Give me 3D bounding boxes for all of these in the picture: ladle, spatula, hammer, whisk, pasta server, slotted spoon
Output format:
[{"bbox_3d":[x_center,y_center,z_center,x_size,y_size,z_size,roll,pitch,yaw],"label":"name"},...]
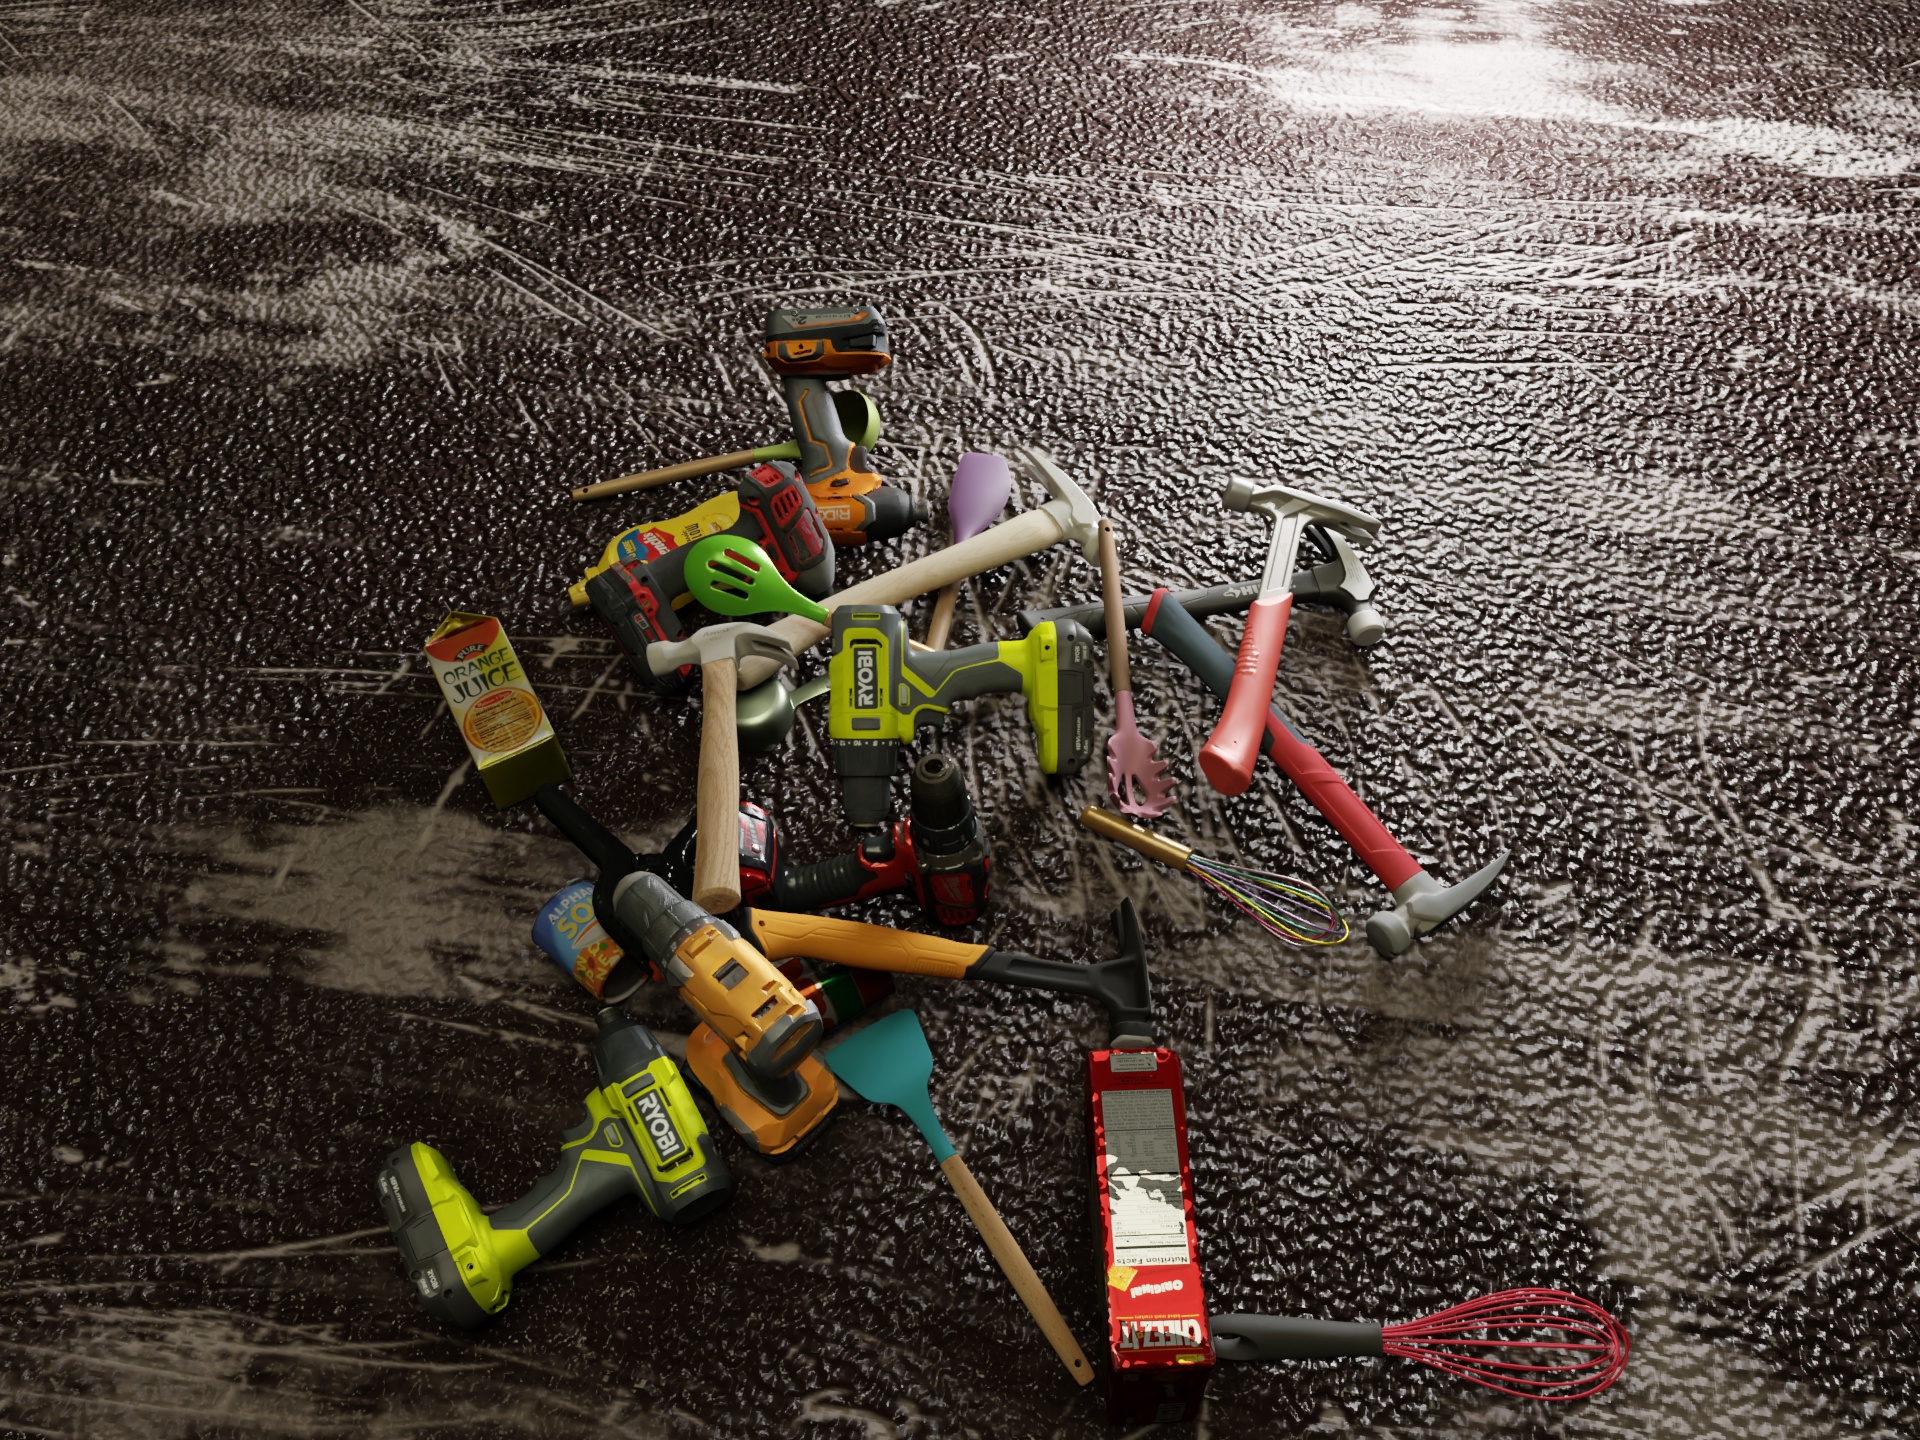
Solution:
[{"bbox_3d":[-0.238,-0.269,1.613,0.320,0.062,0.078,-13,65,-4],"label":"ladle"},{"bbox_3d":[0.006,0.354,1.195,0.082,0.044,0.318,-27,64,-17],"label":"spatula"},{"bbox_3d":[0.300,0.020,1.387,0.143,0.038,0.387,-30,65,-19],"label":"hammer"},{"bbox_3d":[0.219,-0.114,1.505,0.334,0.035,0.146,-9,56,-4],"label":"hammer"},{"bbox_3d":[0.278,-0.077,1.406,0.149,0.036,0.359,18,51,3],"label":"hammer"},{"bbox_3d":[0.313,0.432,1.111,0.296,0.073,0.073,-2,55,7],"label":"whisk"},{"bbox_3d":[0.146,-0.051,1.431,0.060,0.040,0.316,4,62,-14],"label":"pasta server"},{"bbox_3d":[-0.055,-0.136,1.497,0.410,0.038,0.146,-25,59,-21],"label":"hammer"},{"bbox_3d":[-0.009,0.178,1.237,0.336,0.034,0.127,11,53,-18],"label":"hammer"},{"bbox_3d":[-0.096,-0.085,1.421,0.313,0.031,0.070,22,83,-16],"label":"slotted spoon"},{"bbox_3d":[-0.192,0.027,1.280,0.130,0.031,0.332,-14,40,4],"label":"hammer"},{"bbox_3d":[0.210,0.128,1.333,0.245,0.051,0.047,24,65,21],"label":"whisk"},{"bbox_3d":[-0.002,-0.147,1.543,0.060,0.018,0.316,10,55,7],"label":"spatula"}]

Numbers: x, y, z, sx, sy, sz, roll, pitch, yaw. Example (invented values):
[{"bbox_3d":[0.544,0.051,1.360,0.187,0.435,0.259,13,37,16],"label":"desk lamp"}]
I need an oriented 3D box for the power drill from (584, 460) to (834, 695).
[{"bbox_3d":[-0.218,-0.127,1.463,0.219,0.143,0.079,-35,38,-13],"label":"power drill"}]

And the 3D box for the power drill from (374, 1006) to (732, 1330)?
[{"bbox_3d":[-0.302,0.327,1.174,0.223,0.080,0.171,-28,63,-12],"label":"power drill"}]

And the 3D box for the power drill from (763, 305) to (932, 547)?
[{"bbox_3d":[-0.112,-0.282,1.552,0.164,0.084,0.226,-2,92,1],"label":"power drill"}]

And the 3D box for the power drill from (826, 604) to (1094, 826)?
[{"bbox_3d":[-0.002,-0.004,1.383,0.228,0.080,0.190,0,90,-3],"label":"power drill"}]

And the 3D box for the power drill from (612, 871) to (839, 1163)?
[{"bbox_3d":[-0.173,0.216,1.169,0.185,0.226,0.084,38,64,24],"label":"power drill"}]

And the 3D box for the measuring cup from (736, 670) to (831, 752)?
[{"bbox_3d":[-0.152,-0.031,1.453,0.167,0.038,0.083,-26,58,-13],"label":"measuring cup"}]

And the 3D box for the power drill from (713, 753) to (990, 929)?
[{"bbox_3d":[-0.091,0.102,1.275,0.226,0.187,0.080,-5,50,3],"label":"power drill"}]
